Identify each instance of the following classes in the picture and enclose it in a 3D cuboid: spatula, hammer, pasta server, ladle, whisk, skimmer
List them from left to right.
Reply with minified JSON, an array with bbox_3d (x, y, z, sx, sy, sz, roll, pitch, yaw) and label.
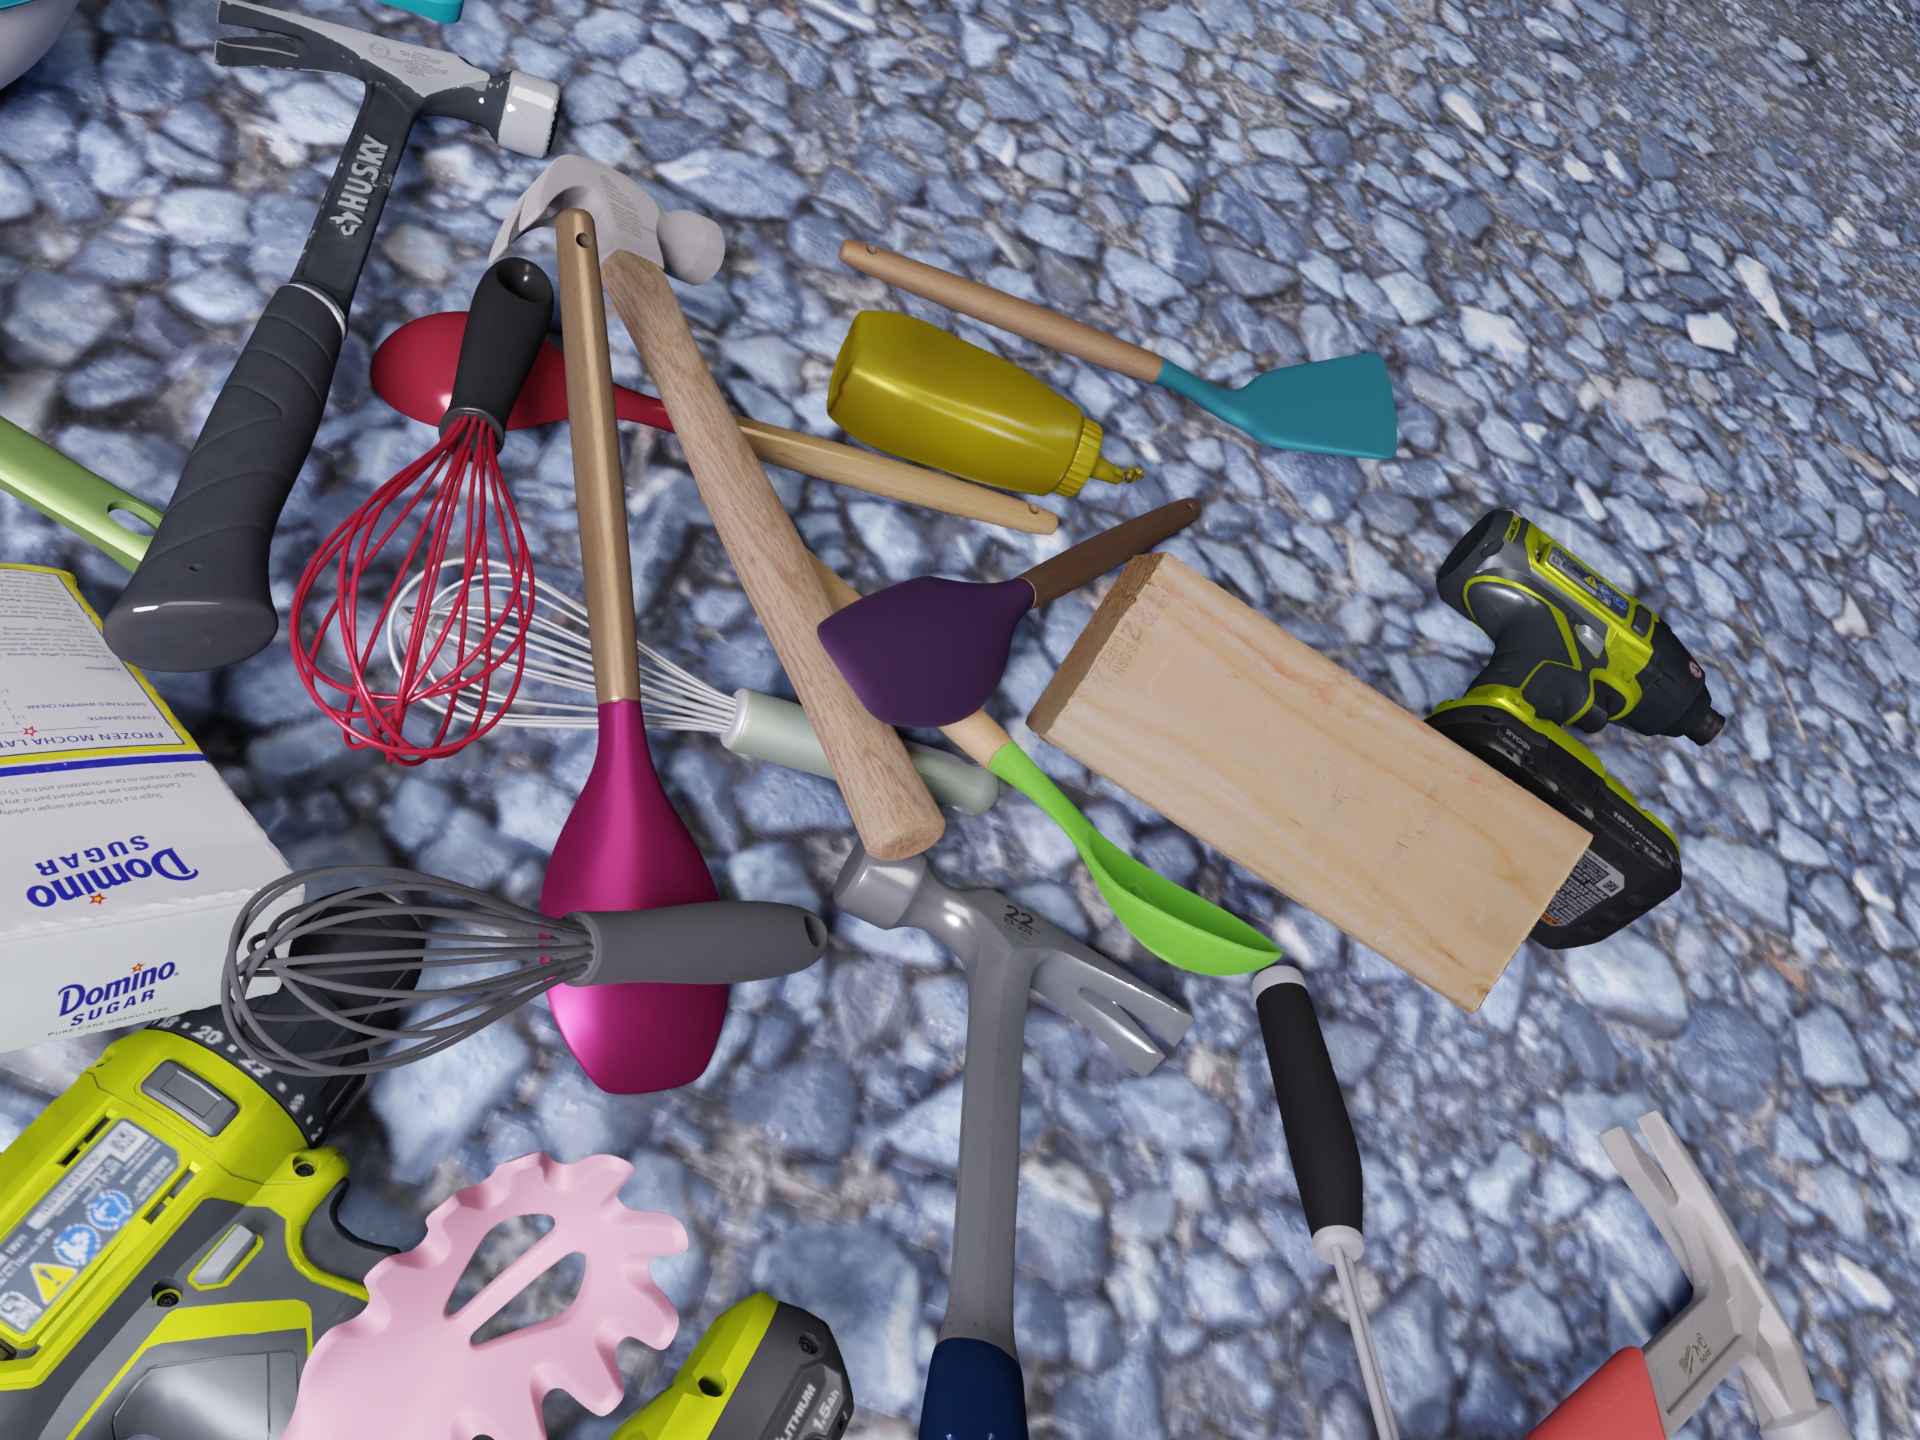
[{"bbox_3d":[-0.190,0.206,0.331,0.316,0.040,0.060,-40,96,-18],"label":"pasta server"},{"bbox_3d":[-0.249,-0.168,0.607,0.149,0.036,0.409,13,43,-18],"label":"hammer"},{"bbox_3d":[-0.176,-0.090,0.563,0.073,0.073,0.296,16,39,-18],"label":"whisk"},{"bbox_3d":[-0.114,0.071,0.479,0.238,0.055,0.055,8,49,-58],"label":"whisk"},{"bbox_3d":[-0.094,-0.004,0.610,0.246,0.058,0.059,17,85,-23],"label":"whisk"},{"bbox_3d":[-0.091,-0.094,0.626,0.130,0.031,0.331,6,52,-56],"label":"hammer"},{"bbox_3d":[-0.096,-0.125,0.709,0.315,0.031,0.069,12,51,-23],"label":"ladle"},{"bbox_3d":[0.011,0.174,0.450,0.144,0.035,0.406,28,26,-11],"label":"hammer"},{"bbox_3d":[0.040,-0.060,0.696,0.060,0.018,0.316,55,36,3],"label":"spatula"},{"bbox_3d":[0.088,-0.206,0.856,0.317,0.044,0.082,16,55,-17],"label":"spatula"},{"bbox_3d":[0.114,0.242,0.541,0.364,0.090,0.127,-94,159,-47],"label":"skimmer"},{"bbox_3d":[0.215,0.236,0.541,0.359,0.036,0.149,2,56,-50],"label":"hammer"}]

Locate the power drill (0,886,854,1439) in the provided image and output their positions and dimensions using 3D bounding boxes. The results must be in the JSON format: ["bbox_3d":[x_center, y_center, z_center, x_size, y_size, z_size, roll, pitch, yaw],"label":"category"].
[{"bbox_3d":[-0.150,0.164,0.436,0.228,0.080,0.191,34,48,0],"label":"power drill"}]

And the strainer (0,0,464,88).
[{"bbox_3d":[-0.376,-0.291,0.624,0.340,0.095,0.211,1,53,-30],"label":"strainer"}]

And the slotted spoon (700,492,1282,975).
[{"bbox_3d":[-0.001,-0.002,0.636,0.314,0.031,0.070,42,13,21],"label":"slotted spoon"}]

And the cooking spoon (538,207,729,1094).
[{"bbox_3d":[-0.123,-0.031,0.561,0.068,0.017,0.319,-1,79,-33],"label":"cooking spoon"}]

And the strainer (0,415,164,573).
[{"bbox_3d":[-0.372,-0.102,0.512,0.256,0.069,0.152,32,36,-12],"label":"strainer"}]

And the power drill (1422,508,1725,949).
[{"bbox_3d":[0.309,0.002,0.808,0.171,0.080,0.223,37,45,0],"label":"power drill"}]
